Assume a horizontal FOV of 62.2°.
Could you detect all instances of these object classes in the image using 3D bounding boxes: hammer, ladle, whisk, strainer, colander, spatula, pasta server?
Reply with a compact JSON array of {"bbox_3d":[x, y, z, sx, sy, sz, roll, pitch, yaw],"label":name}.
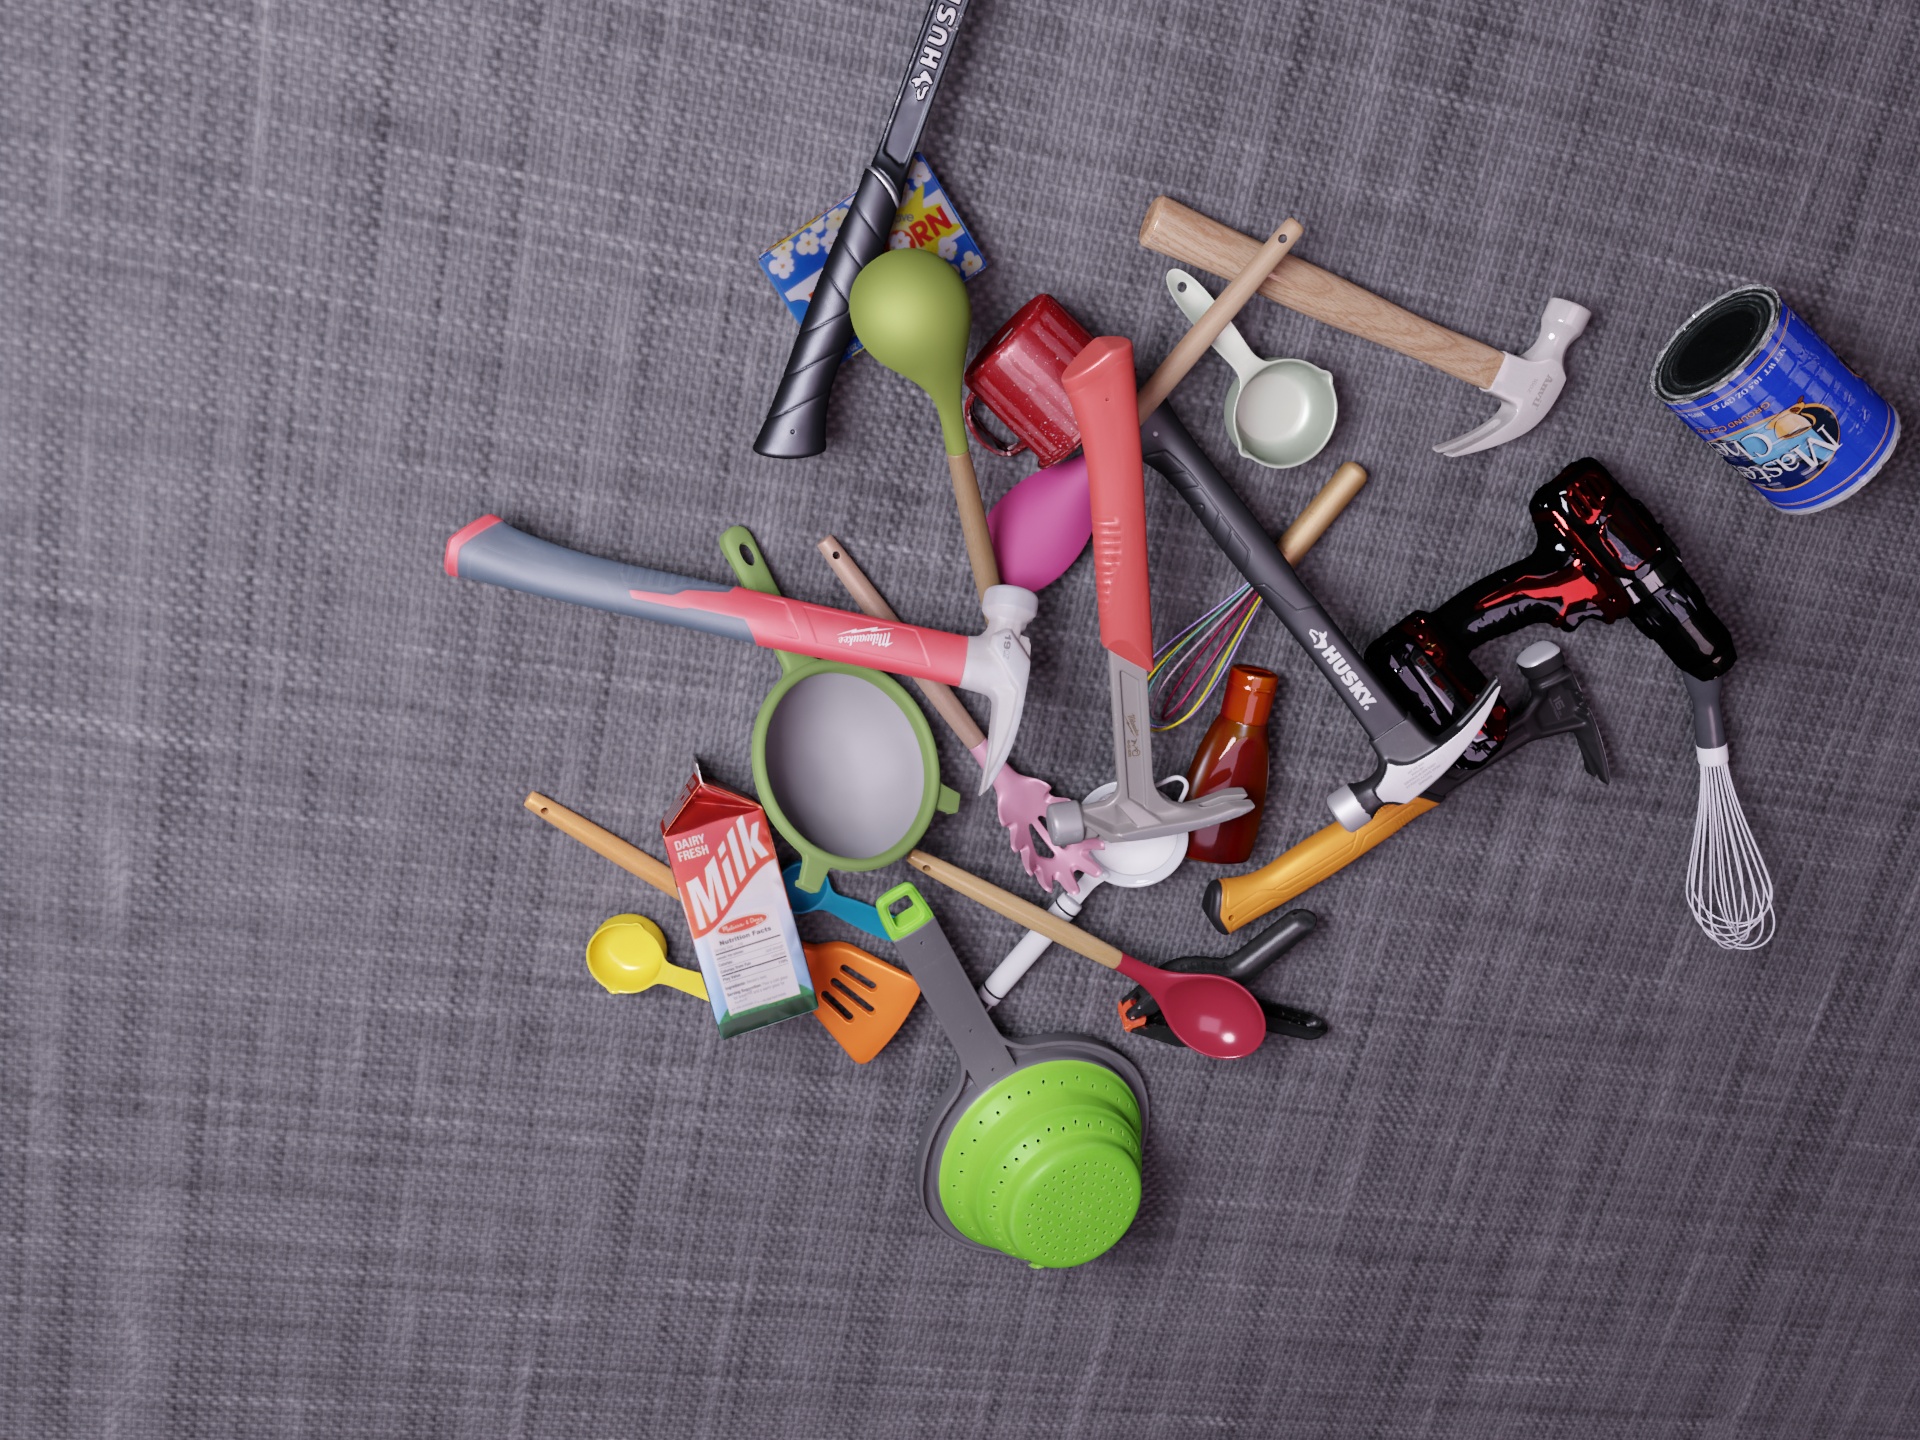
[{"bbox_3d":[-0.046,-0.354,0.989,0.149,0.036,0.409,19,104,-14],"label":"hammer"},{"bbox_3d":[0.276,-0.284,1.112,0.331,0.031,0.130,18,104,-15],"label":"hammer"},{"bbox_3d":[0.234,-0.091,1.115,0.146,0.035,0.335,-37,93,18],"label":"hammer"},{"bbox_3d":[0.096,0.171,1.200,0.315,0.031,0.069,29,113,-14],"label":"ladle"},{"bbox_3d":[0.214,-0.087,1.162,0.051,0.047,0.245,38,95,-18],"label":"whisk"},{"bbox_3d":[0.087,0.133,1.216,0.087,0.050,0.258,39,105,-2],"label":"strainer"},{"bbox_3d":[0.606,0.056,1.276,0.070,0.070,0.284,-16,105,-4],"label":"whisk"},{"bbox_3d":[0.041,0.290,1.202,0.204,0.095,0.396,-31,118,-8],"label":"colander"},{"bbox_3d":[0.343,0.075,1.244,0.337,0.034,0.127,-31,110,2],"label":"hammer"},{"bbox_3d":[-0.179,0.143,1.172,0.322,0.041,0.081,34,98,-17],"label":"spatula"},{"bbox_3d":[-0.002,-0.004,1.143,0.060,0.040,0.316,-38,105,-6],"label":"pasta server"},{"bbox_3d":[-0.116,-0.011,1.118,0.151,0.069,0.256,-28,93,-38],"label":"strainer"},{"bbox_3d":[-0.004,-0.163,1.062,0.078,0.062,0.319,-35,136,-21],"label":"ladle"},{"bbox_3d":[-0.145,-0.055,1.050,0.386,0.038,0.143,12,76,-8],"label":"hammer"},{"bbox_3d":[0.119,-0.078,1.068,0.149,0.037,0.358,-10,118,-6],"label":"hammer"}]

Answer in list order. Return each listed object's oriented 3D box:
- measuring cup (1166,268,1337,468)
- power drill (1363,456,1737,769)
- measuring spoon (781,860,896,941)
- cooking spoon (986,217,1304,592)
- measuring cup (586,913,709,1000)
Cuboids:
[{"bbox_3d":[0.193,-0.249,1.107,0.083,0.038,0.167,-42,108,6],"label":"measuring cup"},{"bbox_3d":[0.435,-0.057,1.167,0.226,0.080,0.188,-39,88,2],"label":"power drill"},{"bbox_3d":[-0.086,0.139,1.203,0.128,0.021,0.042,28,100,-27],"label":"measuring spoon"},{"bbox_3d":[0.120,-0.211,1.086,0.069,0.017,0.319,43,108,4],"label":"cooking spoon"},{"bbox_3d":[-0.199,0.187,1.179,0.156,0.029,0.062,21,108,-8],"label":"measuring cup"}]
